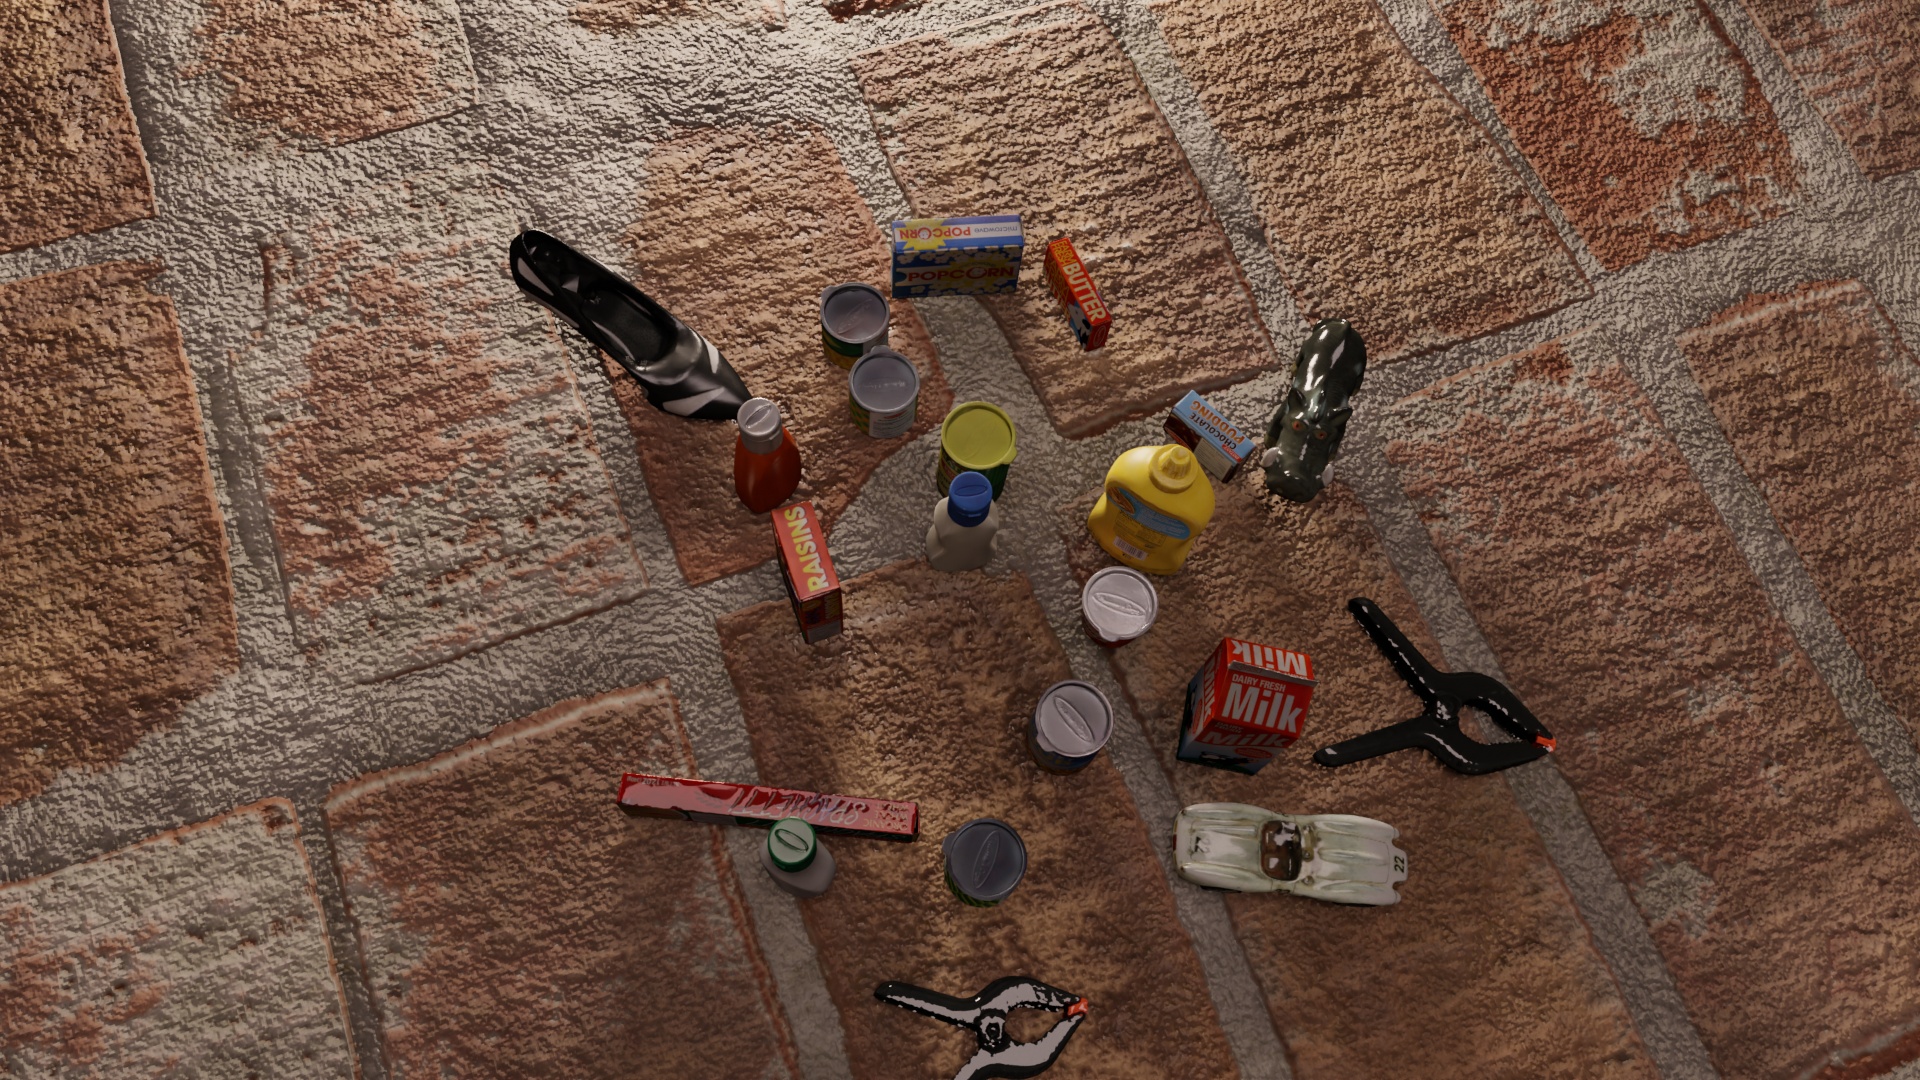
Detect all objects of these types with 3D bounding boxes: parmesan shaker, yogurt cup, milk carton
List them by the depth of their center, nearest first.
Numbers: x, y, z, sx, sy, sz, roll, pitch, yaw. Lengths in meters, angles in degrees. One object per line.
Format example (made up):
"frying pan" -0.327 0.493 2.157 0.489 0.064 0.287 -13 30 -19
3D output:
"milk carton" 0.236 0.135 1.153 0.072 0.189 0.074 13 68 1
"yogurt cup" 0.140 0.063 1.247 0.072 0.053 0.072 2 68 -4
"parmesan shaker" 0.015 -0.073 1.266 0.071 0.102 0.071 1 69 -4

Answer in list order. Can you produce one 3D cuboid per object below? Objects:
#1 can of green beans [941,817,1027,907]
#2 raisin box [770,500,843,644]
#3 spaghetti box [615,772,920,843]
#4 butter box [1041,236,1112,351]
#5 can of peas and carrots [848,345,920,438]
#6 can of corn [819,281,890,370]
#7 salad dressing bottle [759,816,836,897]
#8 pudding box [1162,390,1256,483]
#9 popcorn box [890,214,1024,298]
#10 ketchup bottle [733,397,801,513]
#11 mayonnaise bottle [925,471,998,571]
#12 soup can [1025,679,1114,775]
"can of green beans" 0.020 0.268 1.154 0.071 0.057 0.071 2 68 -4
"raisin box" -0.133 0.029 1.203 0.040 0.123 0.086 -17 71 -10
"spaghetti box" -0.158 0.225 1.162 0.250 0.050 0.029 6 68 -2
"butter box" 0.114 -0.242 1.368 0.024 0.053 0.104 -21 72 -12
"can of peas and carrots" -0.073 -0.139 1.309 0.071 0.058 0.071 2 68 -4
"can of corn" -0.103 -0.206 1.334 0.071 0.058 0.071 2 68 -4
"salad dressing bottle" -0.130 0.250 1.102 0.064 0.147 0.044 29 70 7
"pudding box" 0.236 -0.098 1.321 0.084 0.049 0.030 43 72 12
"popcorn box" -0.005 -0.276 1.355 0.127 0.085 0.038 -4 69 -6
"ketchup bottle" -0.172 -0.077 1.228 0.043 0.148 0.065 43 72 12
"mayonnaise bottle" 0.004 -0.015 1.218 0.065 0.147 0.041 -9 70 -7
"soup can" 0.090 0.163 1.188 0.071 0.083 0.071 1 69 -4
